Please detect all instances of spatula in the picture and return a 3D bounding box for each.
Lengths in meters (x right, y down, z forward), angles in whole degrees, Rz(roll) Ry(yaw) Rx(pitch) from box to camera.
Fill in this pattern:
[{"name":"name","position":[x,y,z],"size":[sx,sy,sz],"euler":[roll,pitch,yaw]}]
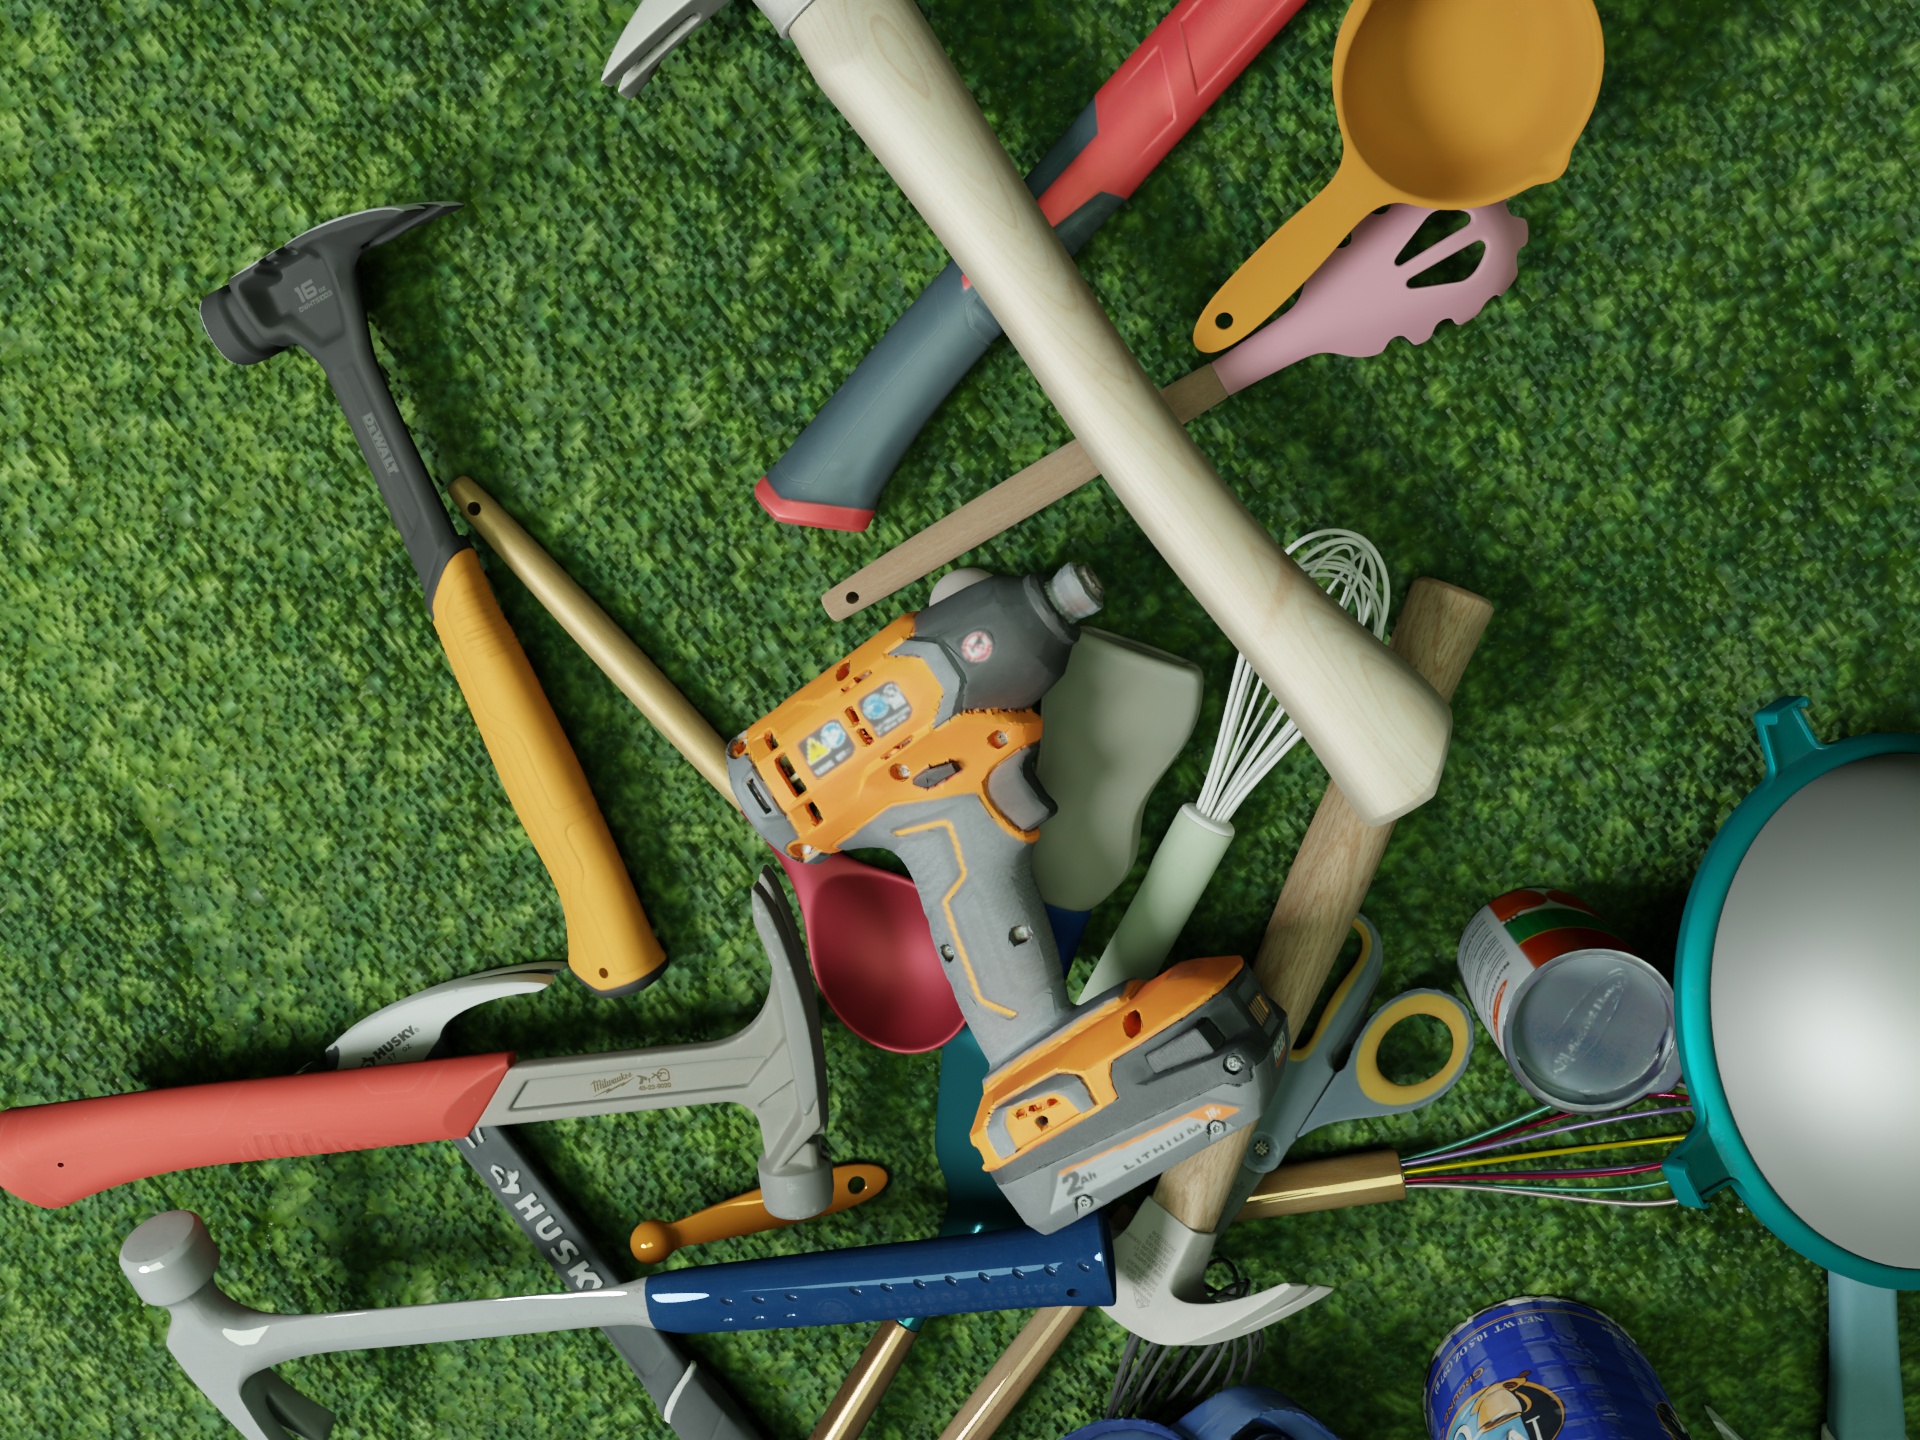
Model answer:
[{"name":"spatula","position":[-0.017,0.344,0.716],"size":[0.059,0.018,0.316],"euler":[37,93,-9]},{"name":"spatula","position":[-0.044,0.285,0.697],"size":[0.082,0.044,0.317],"euler":[31,92,26]}]

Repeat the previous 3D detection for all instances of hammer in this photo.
[{"name":"hammer","position":[-0.136,0.290,0.731],"size":[0.149,0.036,0.409],"euler":[-36,96,9]},{"name":"hammer","position":[-0.237,0.153,0.672],"size":[0.359,0.037,0.149],"euler":[-7,104,4]},{"name":"hammer","position":[-0.196,-0.039,0.660],"size":[0.127,0.034,0.336],"euler":[-15,103,29]},{"name":"hammer","position":[0.046,-0.231,0.614],"size":[0.143,0.038,0.386],"euler":[44,101,-3]},{"name":"hammer","position":[0.380,0.197,0.669],"size":[0.128,0.033,0.331],"euler":[-6,100,5]},{"name":"hammer","position":[0.038,-0.128,0.591],"size":[0.146,0.038,0.410],"euler":[-36,92,13]},{"name":"hammer","position":[0.137,0.100,0.647],"size":[0.031,0.130,0.331],"euler":[18,97,-43]},{"name":"hammer","position":[-0.137,0.248,0.667],"size":[0.405,0.035,0.144],"euler":[-8,119,8]}]

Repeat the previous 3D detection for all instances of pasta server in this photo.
[{"name":"pasta server","position":[0.080,-0.123,0.639],"size":[0.316,0.040,0.060],"euler":[-29,97,14]}]

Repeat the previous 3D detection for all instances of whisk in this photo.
[{"name":"whisk","position":[0.063,0.337,0.719],"size":[0.055,0.055,0.239],"euler":[31,106,-1]},{"name":"whisk","position":[0.210,0.188,0.677],"size":[0.245,0.047,0.051],"euler":[-11,101,10]},{"name":"whisk","position":[0.105,0.034,0.658],"size":[0.059,0.057,0.246],"euler":[39,110,40]}]

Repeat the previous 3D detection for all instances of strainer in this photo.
[{"name":"strainer","position":[0.434,0.126,0.586],"size":[0.340,0.095,0.211],"euler":[19,80,-12]}]

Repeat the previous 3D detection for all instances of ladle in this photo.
[{"name":"ladle","position":[-0.108,0.016,0.680],"size":[0.069,0.031,0.315],"euler":[-42,93,6]}]

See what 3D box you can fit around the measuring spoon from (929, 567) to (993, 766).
[{"name":"measuring spoon","position":[-0.001,-0.002,0.671],"size":[0.034,0.018,0.124],"euler":[6,102,3]}]

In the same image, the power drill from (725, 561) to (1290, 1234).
[{"name":"power drill","position":[0.030,0.059,0.609],"size":[0.164,0.084,0.226],"euler":[-35,83,19]}]

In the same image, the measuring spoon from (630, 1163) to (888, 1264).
[{"name":"measuring spoon","position":[-0.088,0.218,0.704],"size":[0.117,0.011,0.021],"euler":[-12,94,-13]}]

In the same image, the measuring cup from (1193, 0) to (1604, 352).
[{"name":"measuring cup","position":[0.148,-0.205,0.579],"size":[0.095,0.052,0.173],"euler":[38,122,-14]}]
